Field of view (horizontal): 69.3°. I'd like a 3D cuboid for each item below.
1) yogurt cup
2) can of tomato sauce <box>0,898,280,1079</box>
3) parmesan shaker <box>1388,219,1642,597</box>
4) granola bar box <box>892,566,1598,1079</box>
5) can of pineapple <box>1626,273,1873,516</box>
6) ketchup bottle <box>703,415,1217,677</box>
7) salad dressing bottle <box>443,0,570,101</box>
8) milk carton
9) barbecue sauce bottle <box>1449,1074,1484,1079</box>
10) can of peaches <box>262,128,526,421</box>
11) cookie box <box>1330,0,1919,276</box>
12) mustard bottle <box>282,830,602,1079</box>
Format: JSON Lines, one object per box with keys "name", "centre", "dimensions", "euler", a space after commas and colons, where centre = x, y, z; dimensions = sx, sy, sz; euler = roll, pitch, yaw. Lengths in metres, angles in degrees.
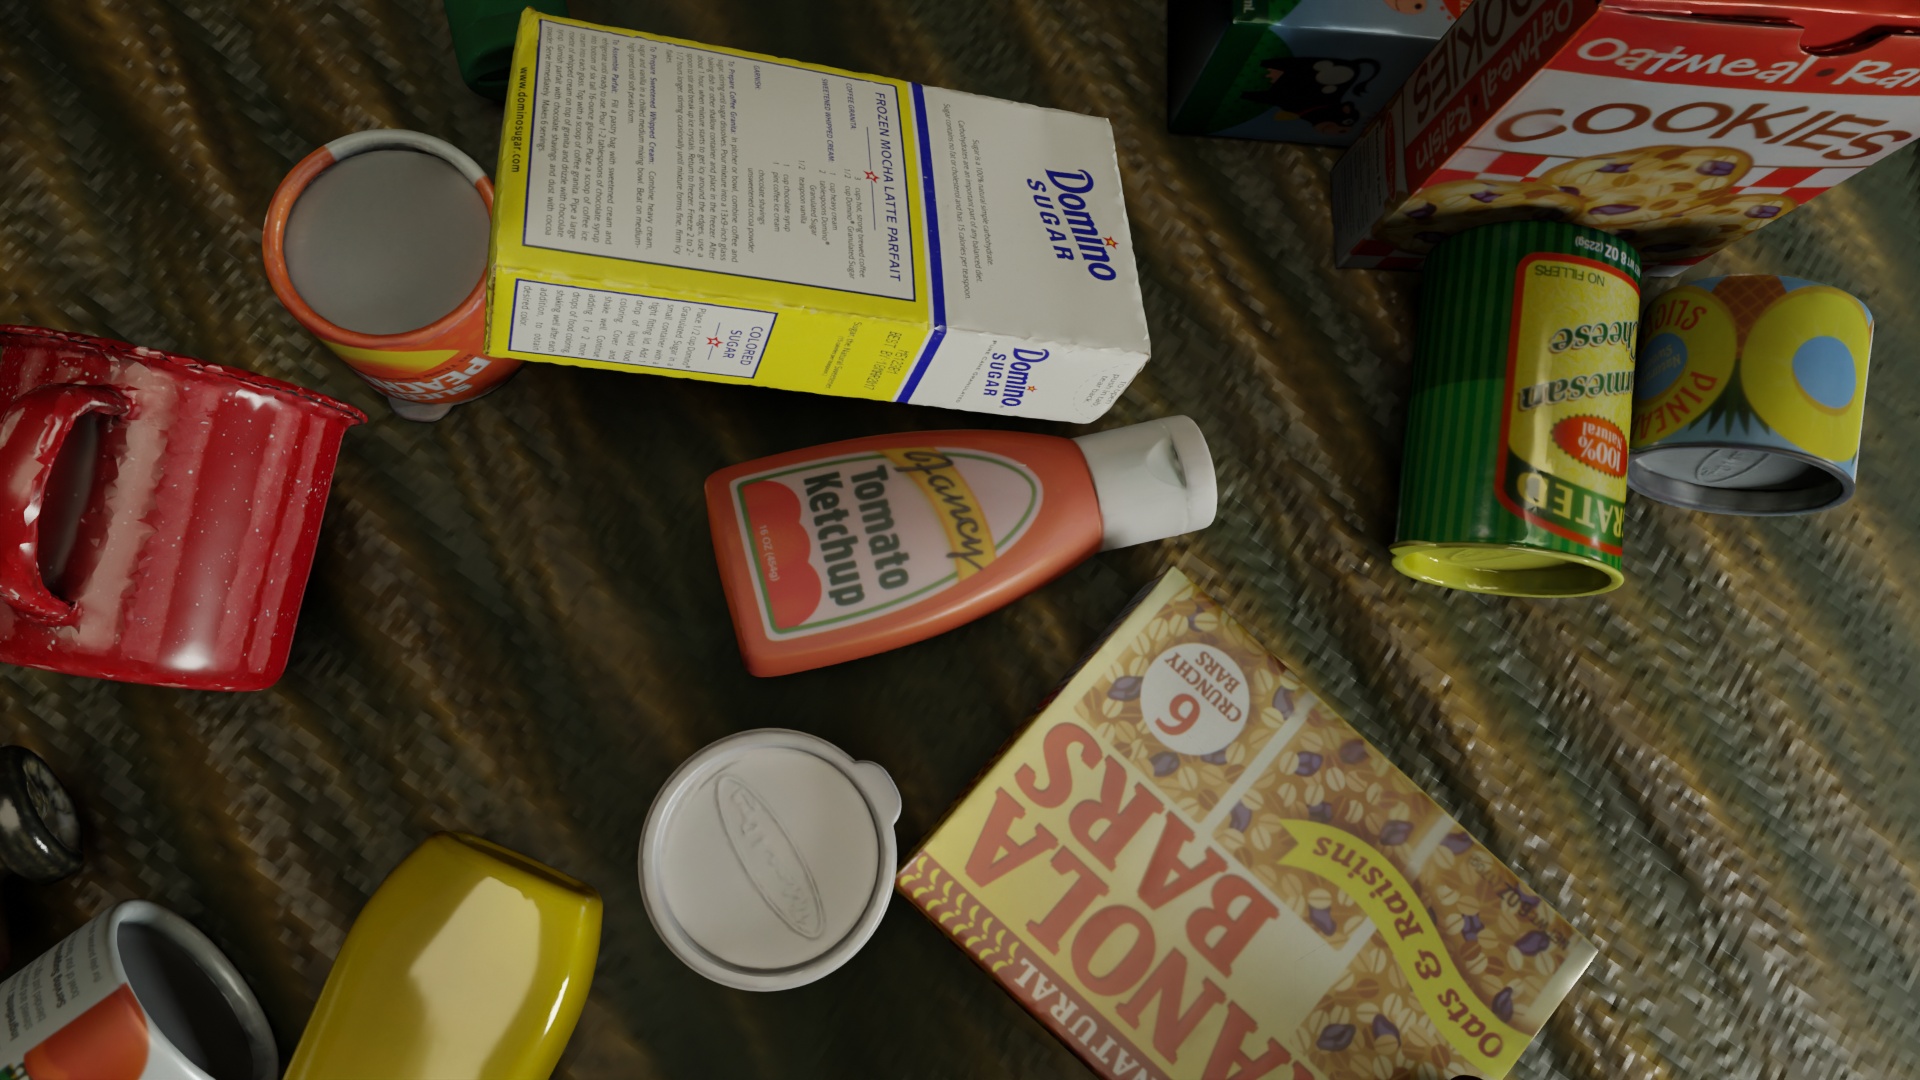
{"name": "yogurt cup", "centre": [-0.053, 0.088, 0.391], "dimensions": [0.072, 0.054, 0.072], "euler": [1, 80, -6]}
{"name": "can of tomato sauce", "centre": [-0.231, 0.145, 0.356], "dimensions": [0.083, 0.071, 0.071], "euler": [-37, 85, -11]}
{"name": "parmesan shaker", "centre": [0.171, -0.040, 0.431], "dimensions": [0.071, 0.071, 0.103], "euler": [10, 79, -4]}
{"name": "granola bar box", "centre": [0.080, 0.109, 0.409], "dimensions": [0.165, 0.039, 0.124], "euler": [42, 79, 2]}
{"name": "can of pineapple", "centre": [0.247, -0.045, 0.441], "dimensions": [0.071, 0.071, 0.058], "euler": [15, 78, -3]}
{"name": "ketchup bottle", "centre": [0.001, -0.005, 0.420], "dimensions": [0.149, 0.043, 0.065], "euler": [-13, 77, -9]}
{"name": "salad dressing bottle", "centre": [-0.155, -0.214, 0.441], "dimensions": [0.064, 0.044, 0.148], "euler": [-15, 82, -10]}
{"name": "milk carton", "centre": [0.169, -0.174, 0.454], "dimensions": [0.191, 0.073, 0.072], "euler": [2, 80, -6]}
{"name": "barbecue sauce bottle", "centre": [0.100, 0.209, 0.352], "dimensions": [0.149, 0.043, 0.065], "euler": [-39, 93, -11]}
{"name": "can of peaches", "centre": [-0.161, -0.076, 0.408], "dimensions": [0.071, 0.058, 0.071], "euler": [1, 79, -6]}
{"name": "cookie box", "centre": [0.195, -0.122, 0.398], "dimensions": [0.123, 0.167, 0.040], "euler": [1, 81, -6]}
{"name": "mustard bottle", "centre": [-0.154, 0.160, 0.369], "dimensions": [0.065, 0.048, 0.160], "euler": [26, 79, -2]}
